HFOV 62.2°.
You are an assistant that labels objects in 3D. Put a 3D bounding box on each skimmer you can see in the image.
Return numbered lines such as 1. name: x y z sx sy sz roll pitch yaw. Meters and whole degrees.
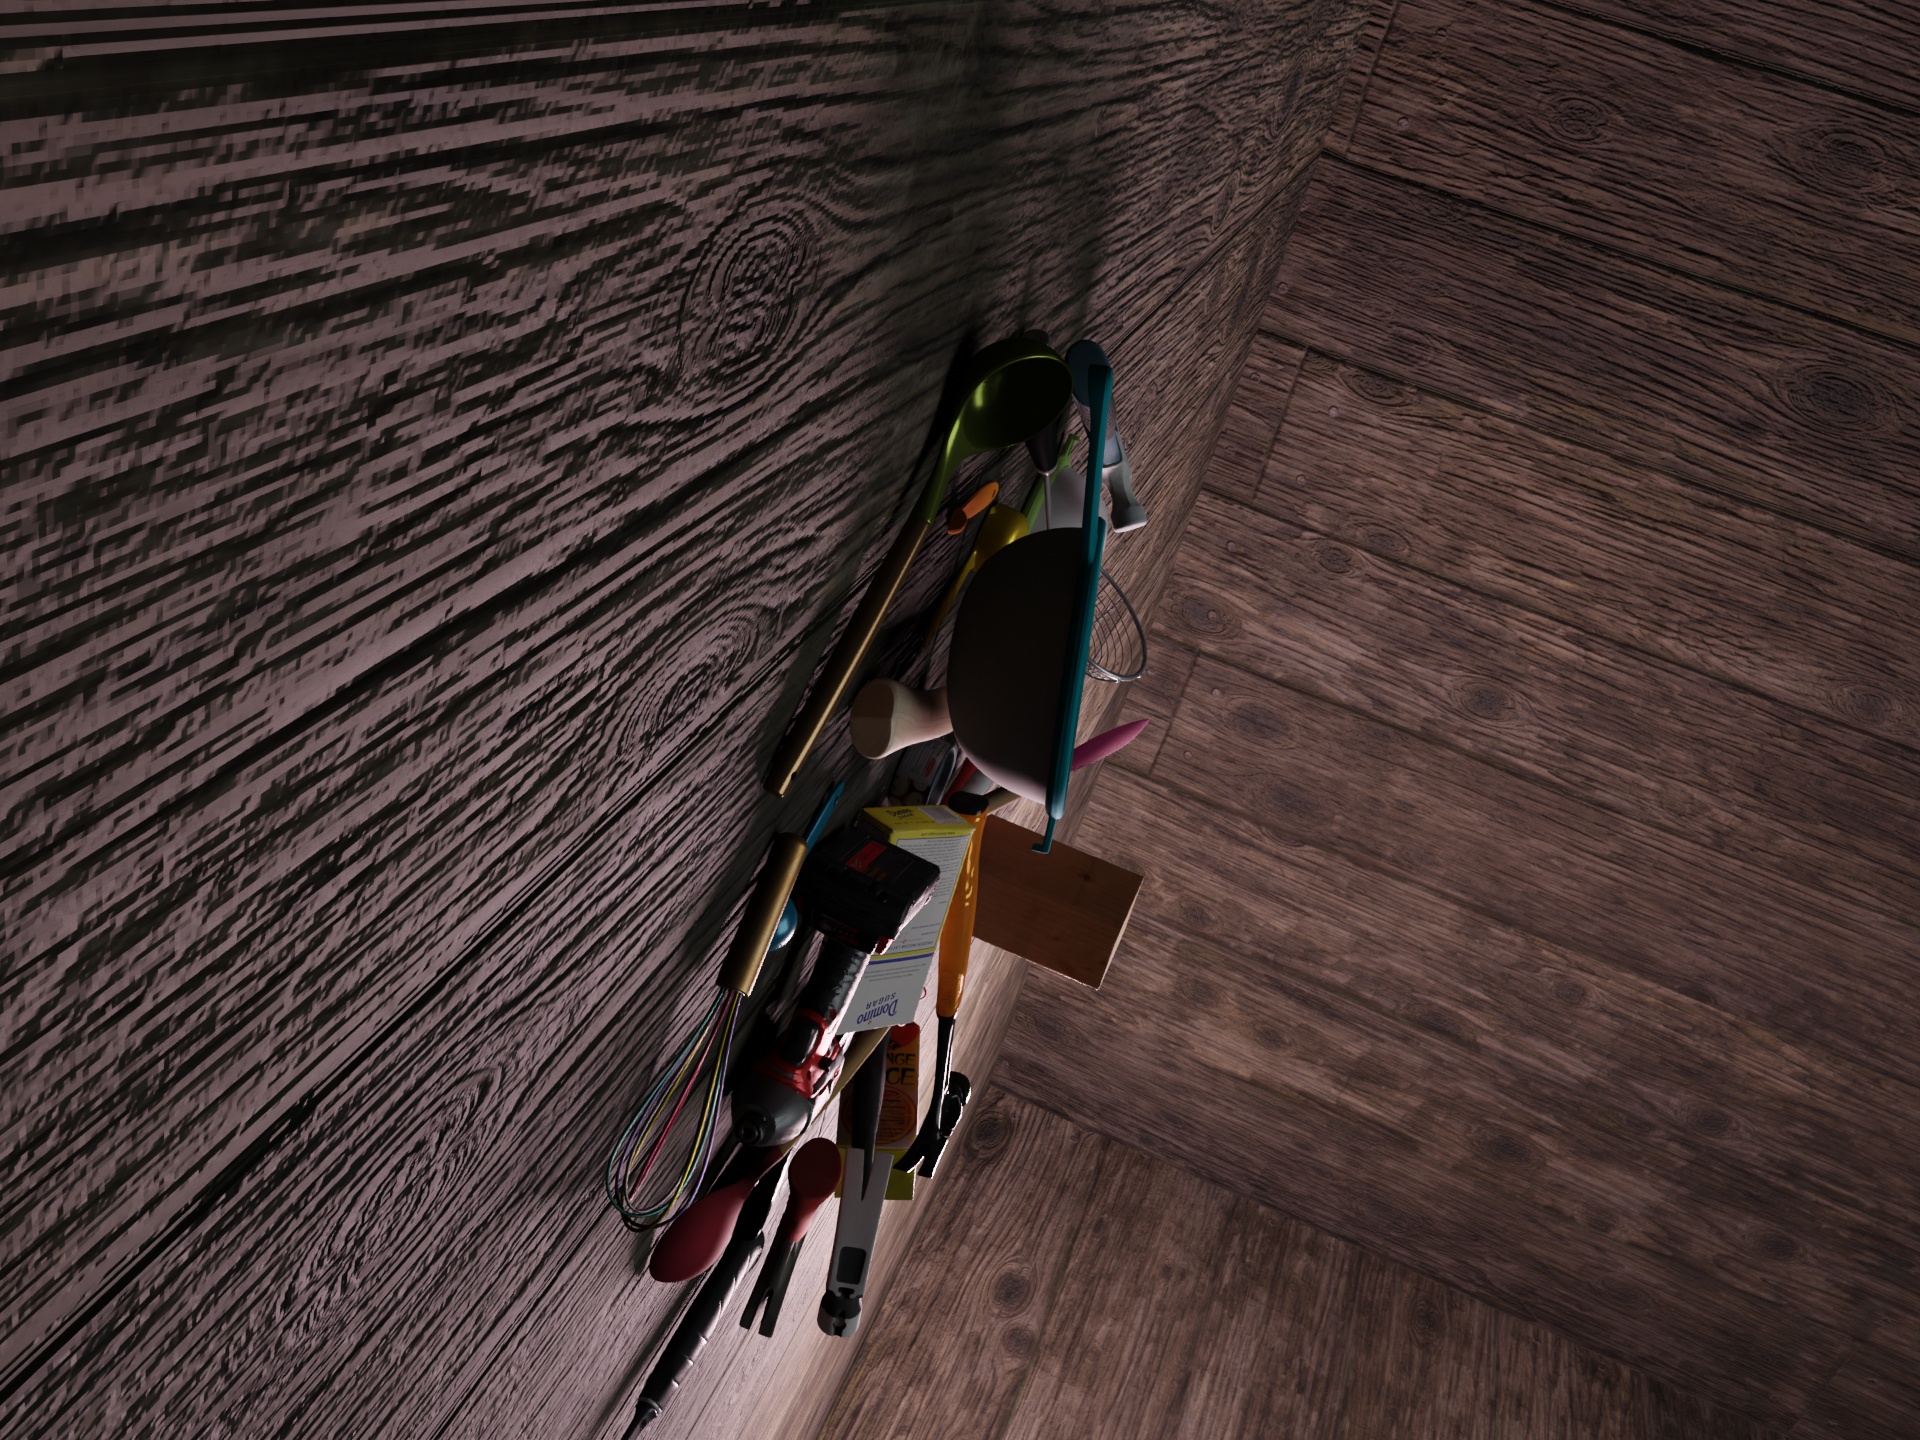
1. skimmer: 0.098 -0.162 1.230 0.362 0.090 0.127 80 4 -55

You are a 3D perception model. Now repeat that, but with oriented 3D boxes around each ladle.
1. ladle: -0.025 -0.092 0.936 0.320 0.062 0.078 -63 156 -16
2. ladle: -0.128 0.311 1.205 0.315 0.031 0.069 -44 149 -51

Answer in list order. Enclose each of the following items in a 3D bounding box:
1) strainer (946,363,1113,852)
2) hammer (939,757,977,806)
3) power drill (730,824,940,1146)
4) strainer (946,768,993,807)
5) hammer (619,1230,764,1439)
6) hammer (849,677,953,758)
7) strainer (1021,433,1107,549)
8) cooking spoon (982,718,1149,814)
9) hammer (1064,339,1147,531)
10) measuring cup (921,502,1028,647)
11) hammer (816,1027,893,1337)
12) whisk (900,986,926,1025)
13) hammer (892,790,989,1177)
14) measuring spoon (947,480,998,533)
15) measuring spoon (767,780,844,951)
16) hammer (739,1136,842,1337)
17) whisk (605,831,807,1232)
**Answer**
1. strainer: 0.043 -0.088 1.059 0.211 0.095 0.340 -76 172 -46
2. hammer: -0.022 0.111 1.478 0.386 0.038 0.143 -59 169 -45
3. power drill: -0.099 0.195 1.122 0.219 0.078 0.143 -67 172 14
4. strainer: -0.017 0.092 1.367 0.087 0.050 0.258 -37 -171 43
5. hammer: -0.239 0.516 1.174 0.409 0.036 0.149 -53 161 -61
6. hammer: -0.002 -0.004 1.214 0.410 0.038 0.146 -22 114 -73
7. strainer: 0.088 -0.126 1.458 0.256 0.069 0.152 95 19 -56
8. cooking spoon: 0.045 0.060 1.351 0.319 0.017 0.068 -24 167 -34
9. hammer: 0.107 -0.227 1.206 0.331 0.033 0.128 7 66 -82
10. measuring cup: 0.013 -0.104 1.200 0.062 0.029 0.157 101 15 -50
11. hammer: -0.078 0.334 1.309 0.335 0.035 0.146 -89 -170 -70
12. whisk: -0.057 0.233 1.499 0.296 0.073 0.073 -23 134 -85
13. hammer: -0.010 0.215 1.321 0.127 0.034 0.336 -53 151 -62
14. measuring spoon: 0.013 -0.153 1.142 0.117 0.011 0.021 -49 159 -64
15. measuring spoon: -0.099 0.096 1.040 0.042 0.021 0.129 93 22 -64
16. hammer: -0.128 0.391 1.235 0.359 0.036 0.149 109 1 -65
17. whisk: -0.146 0.178 0.932 0.245 0.051 0.047 -69 -167 -20
